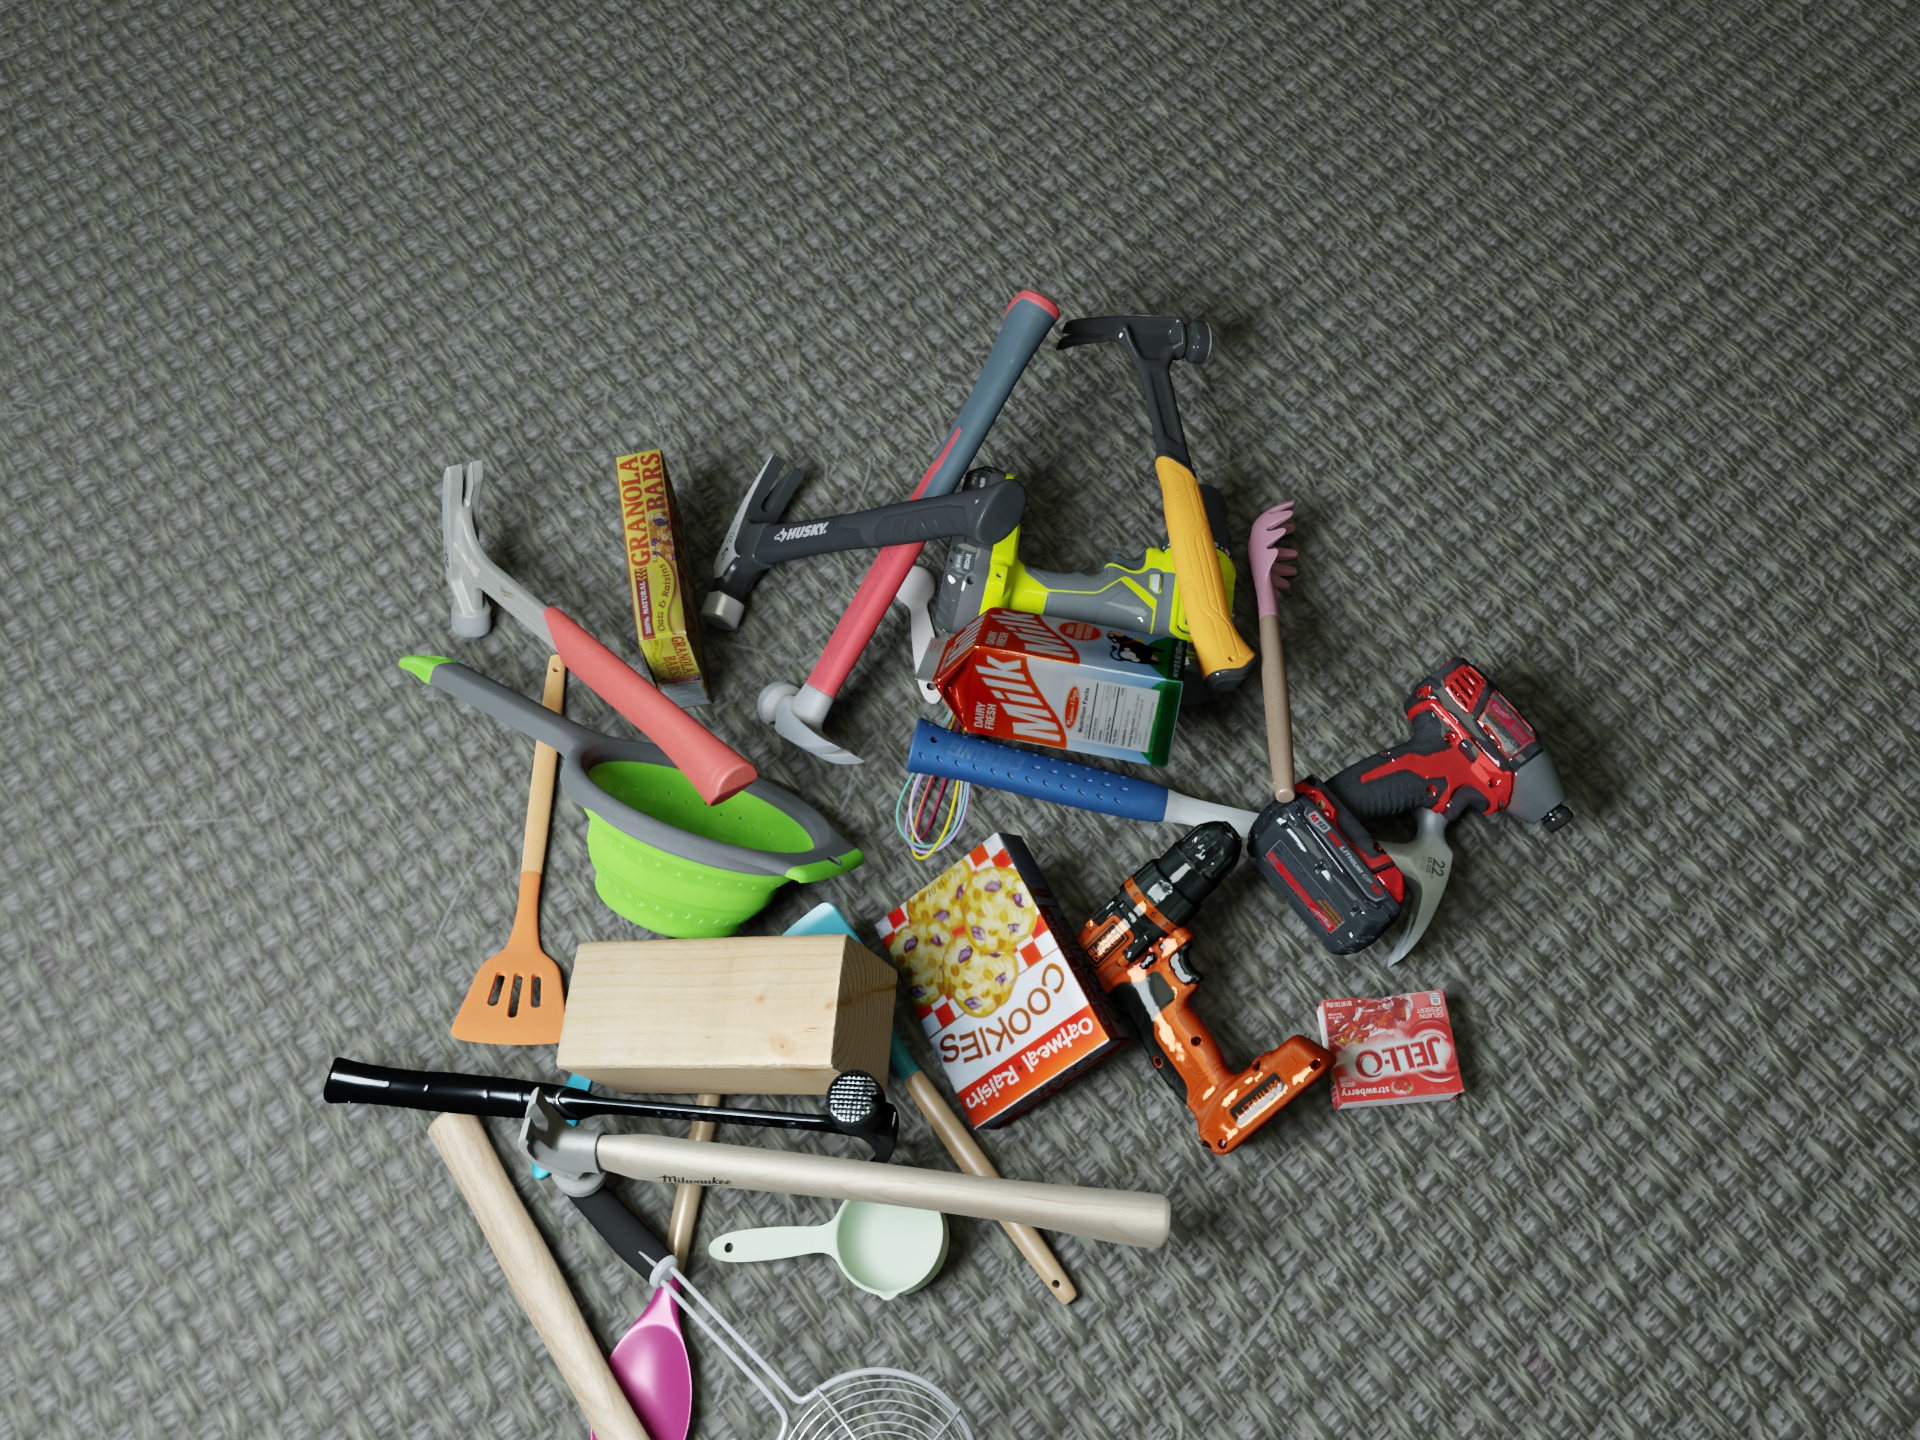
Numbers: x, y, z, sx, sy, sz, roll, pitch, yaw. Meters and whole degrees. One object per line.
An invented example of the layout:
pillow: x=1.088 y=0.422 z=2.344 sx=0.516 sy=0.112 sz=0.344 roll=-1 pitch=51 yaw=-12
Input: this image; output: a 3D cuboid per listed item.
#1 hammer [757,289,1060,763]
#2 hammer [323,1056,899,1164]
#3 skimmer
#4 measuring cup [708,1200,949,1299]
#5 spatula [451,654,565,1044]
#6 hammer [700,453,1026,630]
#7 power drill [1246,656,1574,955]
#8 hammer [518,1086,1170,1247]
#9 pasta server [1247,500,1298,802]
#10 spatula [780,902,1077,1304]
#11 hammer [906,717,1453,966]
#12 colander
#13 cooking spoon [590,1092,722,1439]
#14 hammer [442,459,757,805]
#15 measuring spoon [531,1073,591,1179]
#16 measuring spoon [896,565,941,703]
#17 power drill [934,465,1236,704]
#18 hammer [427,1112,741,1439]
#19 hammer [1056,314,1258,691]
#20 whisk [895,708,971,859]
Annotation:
hammer: x=-0.025 y=-0.148 z=1.195 sx=0.386 sy=0.038 sz=0.143 roll=-60 pitch=31 yaw=-1
hammer: x=-0.239 y=0.259 z=1.071 sx=0.409 sy=0.149 sz=0.036 roll=2 pitch=61 yaw=11
skimmer: x=-0.141 y=0.401 z=1.026 sx=0.364 sy=0.090 sz=0.127 roll=30 pitch=75 yaw=37
measuring cup: x=-0.088 y=0.355 z=1.082 sx=0.167 sy=0.038 sz=0.083 roll=-9 pitch=64 yaw=13
spatula: x=-0.322 y=0.091 z=1.205 sx=0.081 sy=0.041 sz=0.323 roll=4 pitch=64 yaw=-9
hammer: x=-0.074 y=-0.147 z=1.187 sx=0.335 sy=0.035 sz=0.146 roll=-1 pitch=65 yaw=49
power drill: x=0.325 y=0.063 z=1.127 sx=0.219 sy=0.078 sz=0.143 roll=-33 pitch=74 yaw=-19
hammer: x=-0.072 y=0.290 z=1.010 sx=0.410 sy=0.146 sz=0.038 roll=6 pitch=61 yaw=3
pasta server: x=0.239 y=-0.057 z=1.182 sx=0.040 sy=0.060 sz=0.316 roll=-5 pitch=42 yaw=11
spatula: x=-0.024 y=0.271 z=1.108 sx=0.082 sy=0.044 sz=0.318 roll=-43 pitch=71 yaw=10
hammer: x=0.160 y=0.070 z=1.168 sx=0.405 sy=0.035 sz=0.144 roll=13 pitch=67 yaw=1
colander: x=-0.267 y=0.063 z=1.171 sx=0.397 sy=0.204 sz=0.094 roll=25 pitch=102 yaw=19
cooking spoon: x=-0.192 y=0.355 z=1.092 sx=0.069 sy=0.017 sz=0.319 roll=3 pitch=66 yaw=13
hammer: x=-0.275 y=-0.054 z=1.172 sx=0.036 sy=0.149 sz=0.359 roll=-24 pitch=47 yaw=-40
measuring spoon: x=-0.277 y=0.263 z=1.135 sx=0.042 sy=0.021 sz=0.129 roll=16 pitch=66 yaw=10
measuring spoon: x=-0.030 y=-0.072 z=1.276 sx=0.034 sy=0.018 sz=0.124 roll=-9 pitch=66 yaw=-2
power drill: x=0.105 y=-0.123 z=1.250 sx=0.228 sy=0.080 sz=0.191 roll=12 pitch=60 yaw=-3
hammer: x=-0.271 y=0.399 z=1.060 sx=0.130 sy=0.031 sz=0.332 roll=-37 pitch=66 yaw=-4
hammer: x=0.164 y=-0.174 z=1.228 sx=0.127 sy=0.034 sz=0.337 roll=-2 pitch=63 yaw=-14
whisk: x=-0.004 y=-0.004 z=1.235 sx=0.051 sy=0.047 sz=0.245 roll=14 pitch=63 yaw=1
